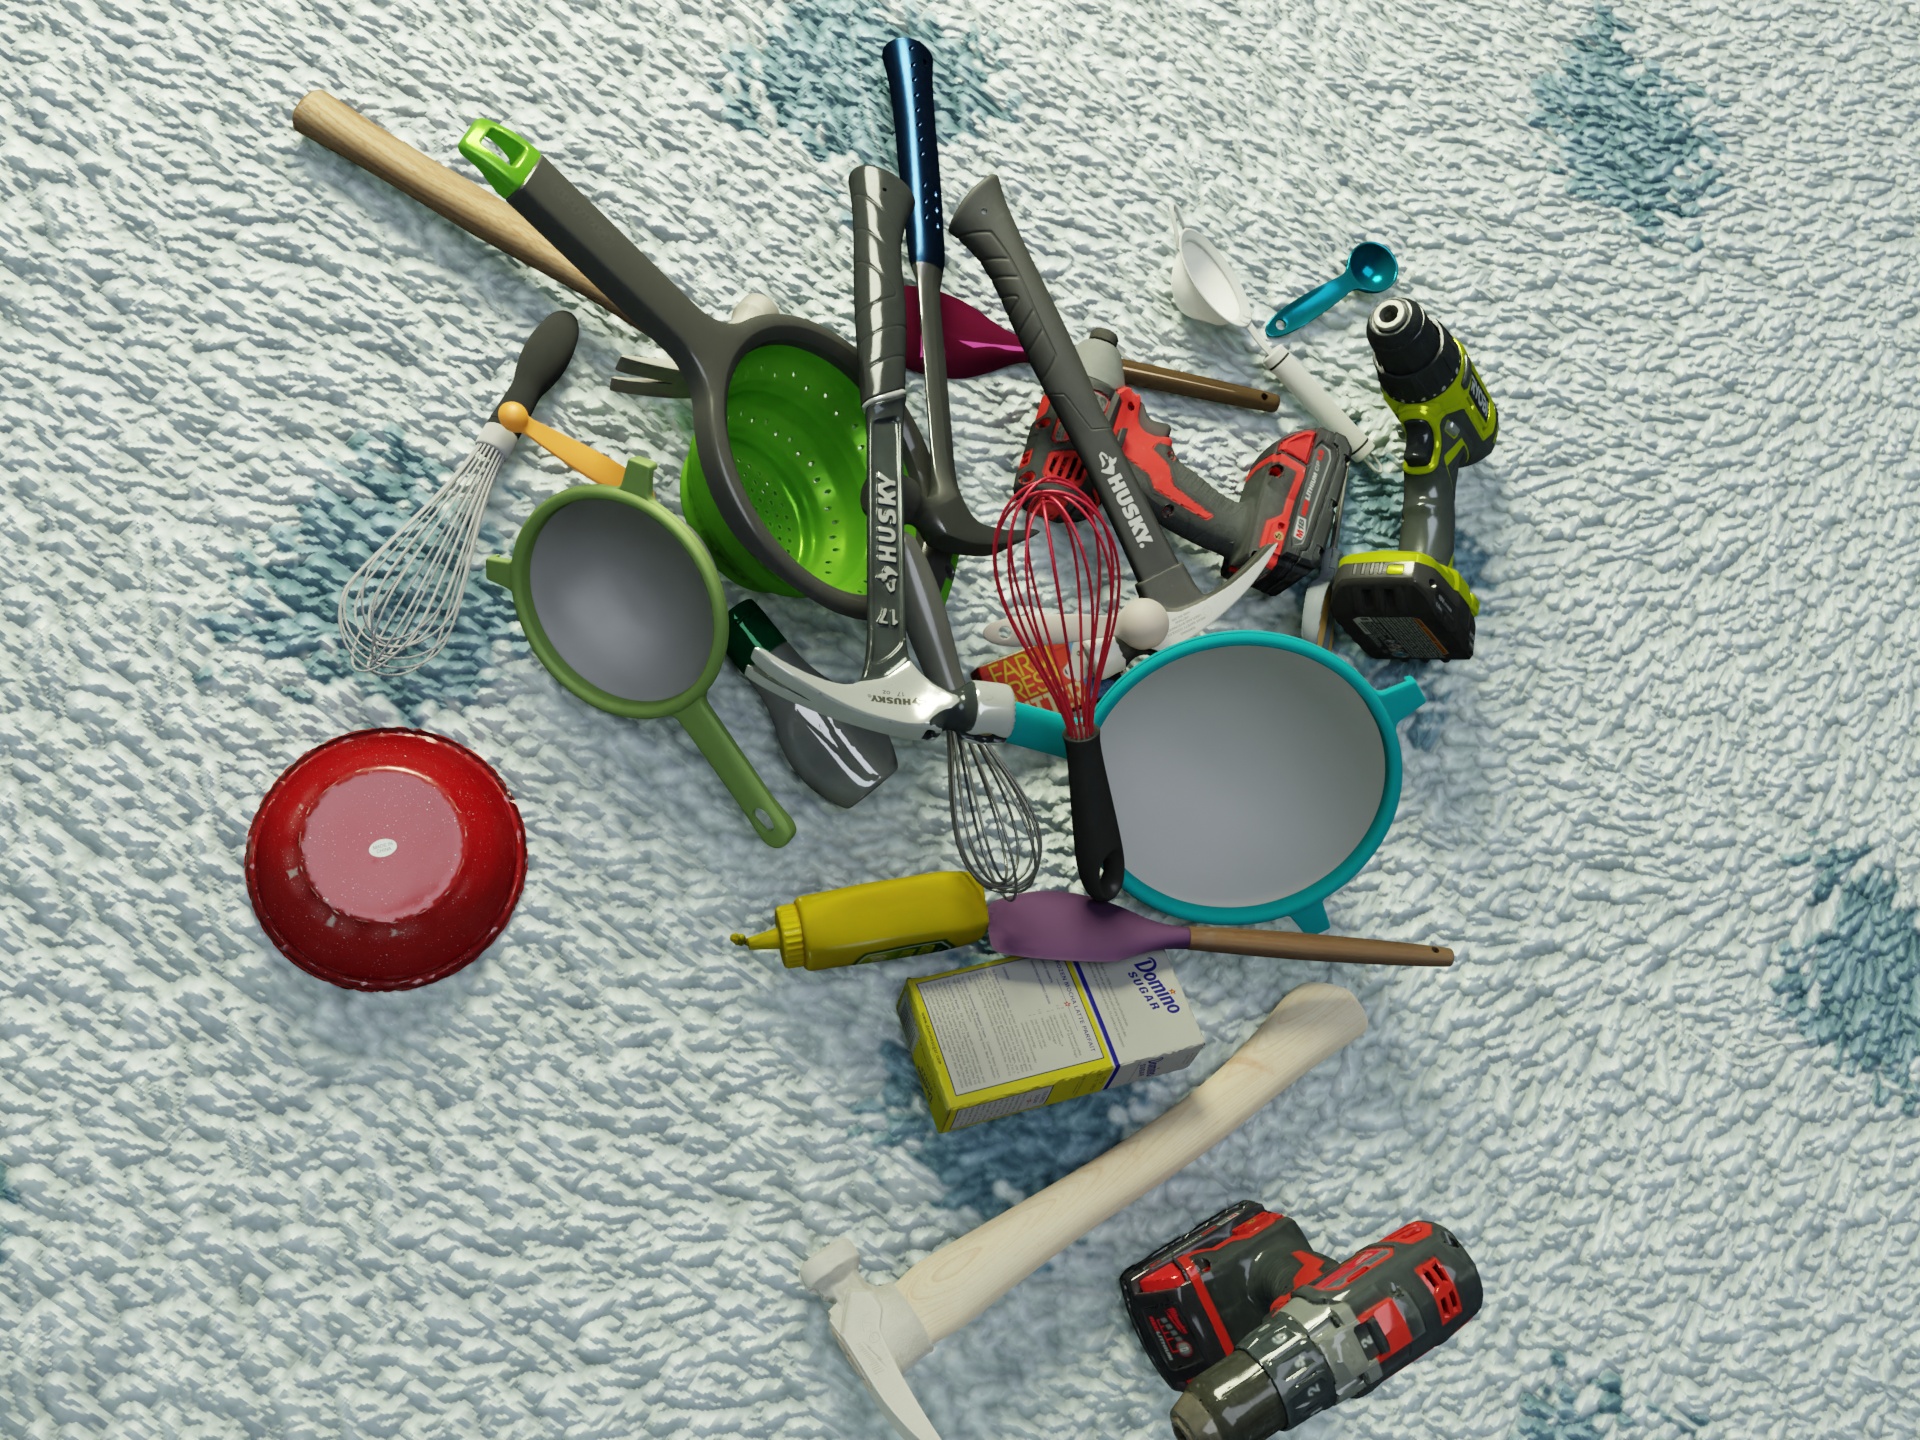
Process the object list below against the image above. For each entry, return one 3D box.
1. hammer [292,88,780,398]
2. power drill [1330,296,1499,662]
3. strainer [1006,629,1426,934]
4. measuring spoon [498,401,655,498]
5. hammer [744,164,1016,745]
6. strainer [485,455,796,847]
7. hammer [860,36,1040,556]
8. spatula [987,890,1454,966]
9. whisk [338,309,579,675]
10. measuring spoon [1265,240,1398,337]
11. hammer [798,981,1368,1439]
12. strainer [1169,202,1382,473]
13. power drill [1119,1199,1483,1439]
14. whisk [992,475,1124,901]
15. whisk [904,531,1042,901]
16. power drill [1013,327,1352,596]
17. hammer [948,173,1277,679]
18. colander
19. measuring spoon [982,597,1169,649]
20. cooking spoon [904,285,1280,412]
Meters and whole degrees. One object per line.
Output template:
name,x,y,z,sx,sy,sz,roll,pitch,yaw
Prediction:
hammer,-0.288,-0.315,1.048,0.331,0.031,0.130,30,47,-3
power drill,0.326,-0.172,1.140,0.190,0.080,0.229,29,67,-54
strainer,0.117,0.008,1.057,0.340,0.095,0.211,15,114,-3
measuring spoon,-0.244,-0.171,1.023,0.116,0.011,0.021,30,61,-34
hammer,-0.051,-0.177,0.960,0.149,0.036,0.409,6,62,-17
strainer,-0.170,-0.038,0.998,0.256,0.151,0.069,57,31,-11
hammer,-0.019,-0.298,1.097,0.144,0.035,0.406,19,58,-45
spatula,0.172,0.142,1.039,0.316,0.018,0.060,6,40,-9
whisk,-0.306,-0.150,1.002,0.070,0.070,0.285,25,66,-9
measuring spoon,0.287,-0.332,1.248,0.128,0.021,0.042,-33,88,-12
hammer,0.109,0.293,1.004,0.410,0.038,0.146,-28,65,-23
strainer,0.231,-0.278,1.201,0.258,0.050,0.087,45,37,-8
power drill,0.172,0.353,0.922,0.188,0.226,0.080,-24,84,-21
whisk,0.072,-0.010,0.966,0.073,0.073,0.295,-23,122,-20
whisk,-0.002,-0.003,0.981,0.055,0.055,0.239,-19,91,-20
power drill,0.157,-0.186,1.136,0.219,0.078,0.143,20,76,-7
hammer,0.086,-0.207,1.065,0.146,0.035,0.335,-26,95,-1
colander,-0.163,-0.194,0.975,0.396,0.094,0.205,42,44,-31
measuring spoon,0.077,-0.060,1.048,0.124,0.018,0.034,-4,95,0
cooking spoon,0.087,-0.264,1.166,0.318,0.017,0.069,9,74,-13
